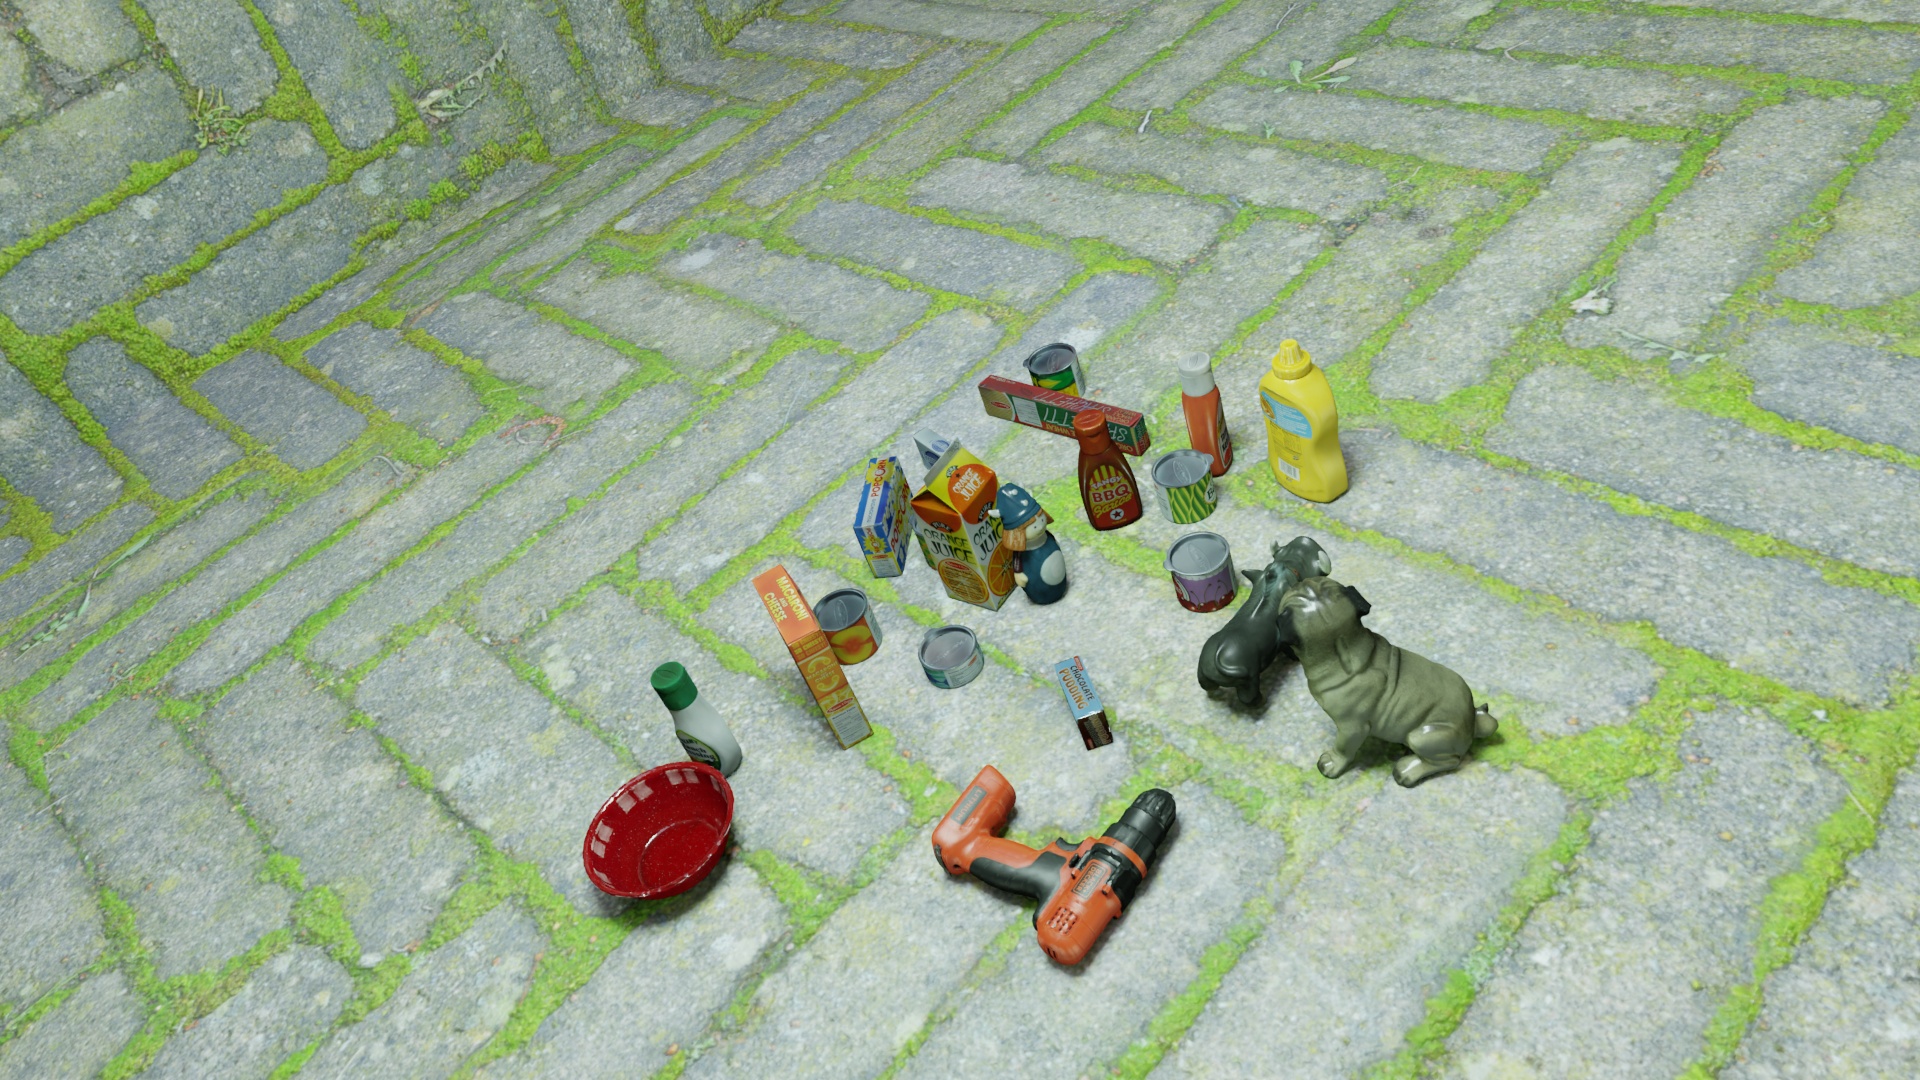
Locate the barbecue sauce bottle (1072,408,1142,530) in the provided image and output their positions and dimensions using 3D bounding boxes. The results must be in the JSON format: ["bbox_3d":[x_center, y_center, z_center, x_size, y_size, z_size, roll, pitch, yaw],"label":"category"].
[{"bbox_3d":[0.160,-0.080,1.560,0.065,0.147,0.044,-17,39,5],"label":"barbecue sauce bottle"}]

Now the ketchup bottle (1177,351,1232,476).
[{"bbox_3d":[0.278,-0.146,1.585,0.043,0.148,0.065,-2,43,22],"label":"ketchup bottle"}]

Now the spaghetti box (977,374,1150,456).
[{"bbox_3d":[0.127,-0.158,1.741,0.250,0.050,0.029,20,54,38],"label":"spaghetti box"}]

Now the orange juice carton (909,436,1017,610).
[{"bbox_3d":[0.005,-0.019,1.523,0.073,0.191,0.072,14,51,35],"label":"orange juice carton"}]

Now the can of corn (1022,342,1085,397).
[{"bbox_3d":[0.122,-0.213,1.800,0.071,0.058,0.071,-12,40,11],"label":"can of corn"}]

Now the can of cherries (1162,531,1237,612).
[{"bbox_3d":[0.252,0.034,1.461,0.071,0.058,0.072,-12,40,11],"label":"can of cherries"}]

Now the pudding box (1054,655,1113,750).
[{"bbox_3d":[0.122,0.160,1.379,0.030,0.049,0.084,-21,39,1],"label":"pudding box"}]

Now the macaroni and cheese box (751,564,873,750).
[{"bbox_3d":[-0.154,0.121,1.452,0.040,0.165,0.124,-28,40,-9],"label":"macaroni and cheese box"}]

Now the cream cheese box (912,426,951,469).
[{"bbox_3d":[-0.017,-0.099,1.734,0.024,0.053,0.104,-36,42,-17],"label":"cream cheese box"}]

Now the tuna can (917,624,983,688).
[{"bbox_3d":[-0.011,0.124,1.493,0.071,0.032,0.071,-12,40,11],"label":"tuna can"}]

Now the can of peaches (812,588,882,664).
[{"bbox_3d":[-0.129,0.097,1.554,0.071,0.057,0.071,-12,40,11],"label":"can of peaches"}]

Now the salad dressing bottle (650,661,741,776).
[{"bbox_3d":[-0.276,0.187,1.445,0.064,0.147,0.044,11,49,33],"label":"salad dressing bottle"}]

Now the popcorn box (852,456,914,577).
[{"bbox_3d":[-0.089,-0.029,1.660,0.038,0.084,0.127,-8,41,16],"label":"popcorn box"}]

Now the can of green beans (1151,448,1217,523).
[{"bbox_3d":[0.253,-0.061,1.569,0.071,0.057,0.071,-12,40,11],"label":"can of green beans"}]

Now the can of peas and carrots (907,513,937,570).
[{"bbox_3d":[-0.020,-0.006,1.624,0.071,0.058,0.071,-12,40,11],"label":"can of peas and carrots"}]
